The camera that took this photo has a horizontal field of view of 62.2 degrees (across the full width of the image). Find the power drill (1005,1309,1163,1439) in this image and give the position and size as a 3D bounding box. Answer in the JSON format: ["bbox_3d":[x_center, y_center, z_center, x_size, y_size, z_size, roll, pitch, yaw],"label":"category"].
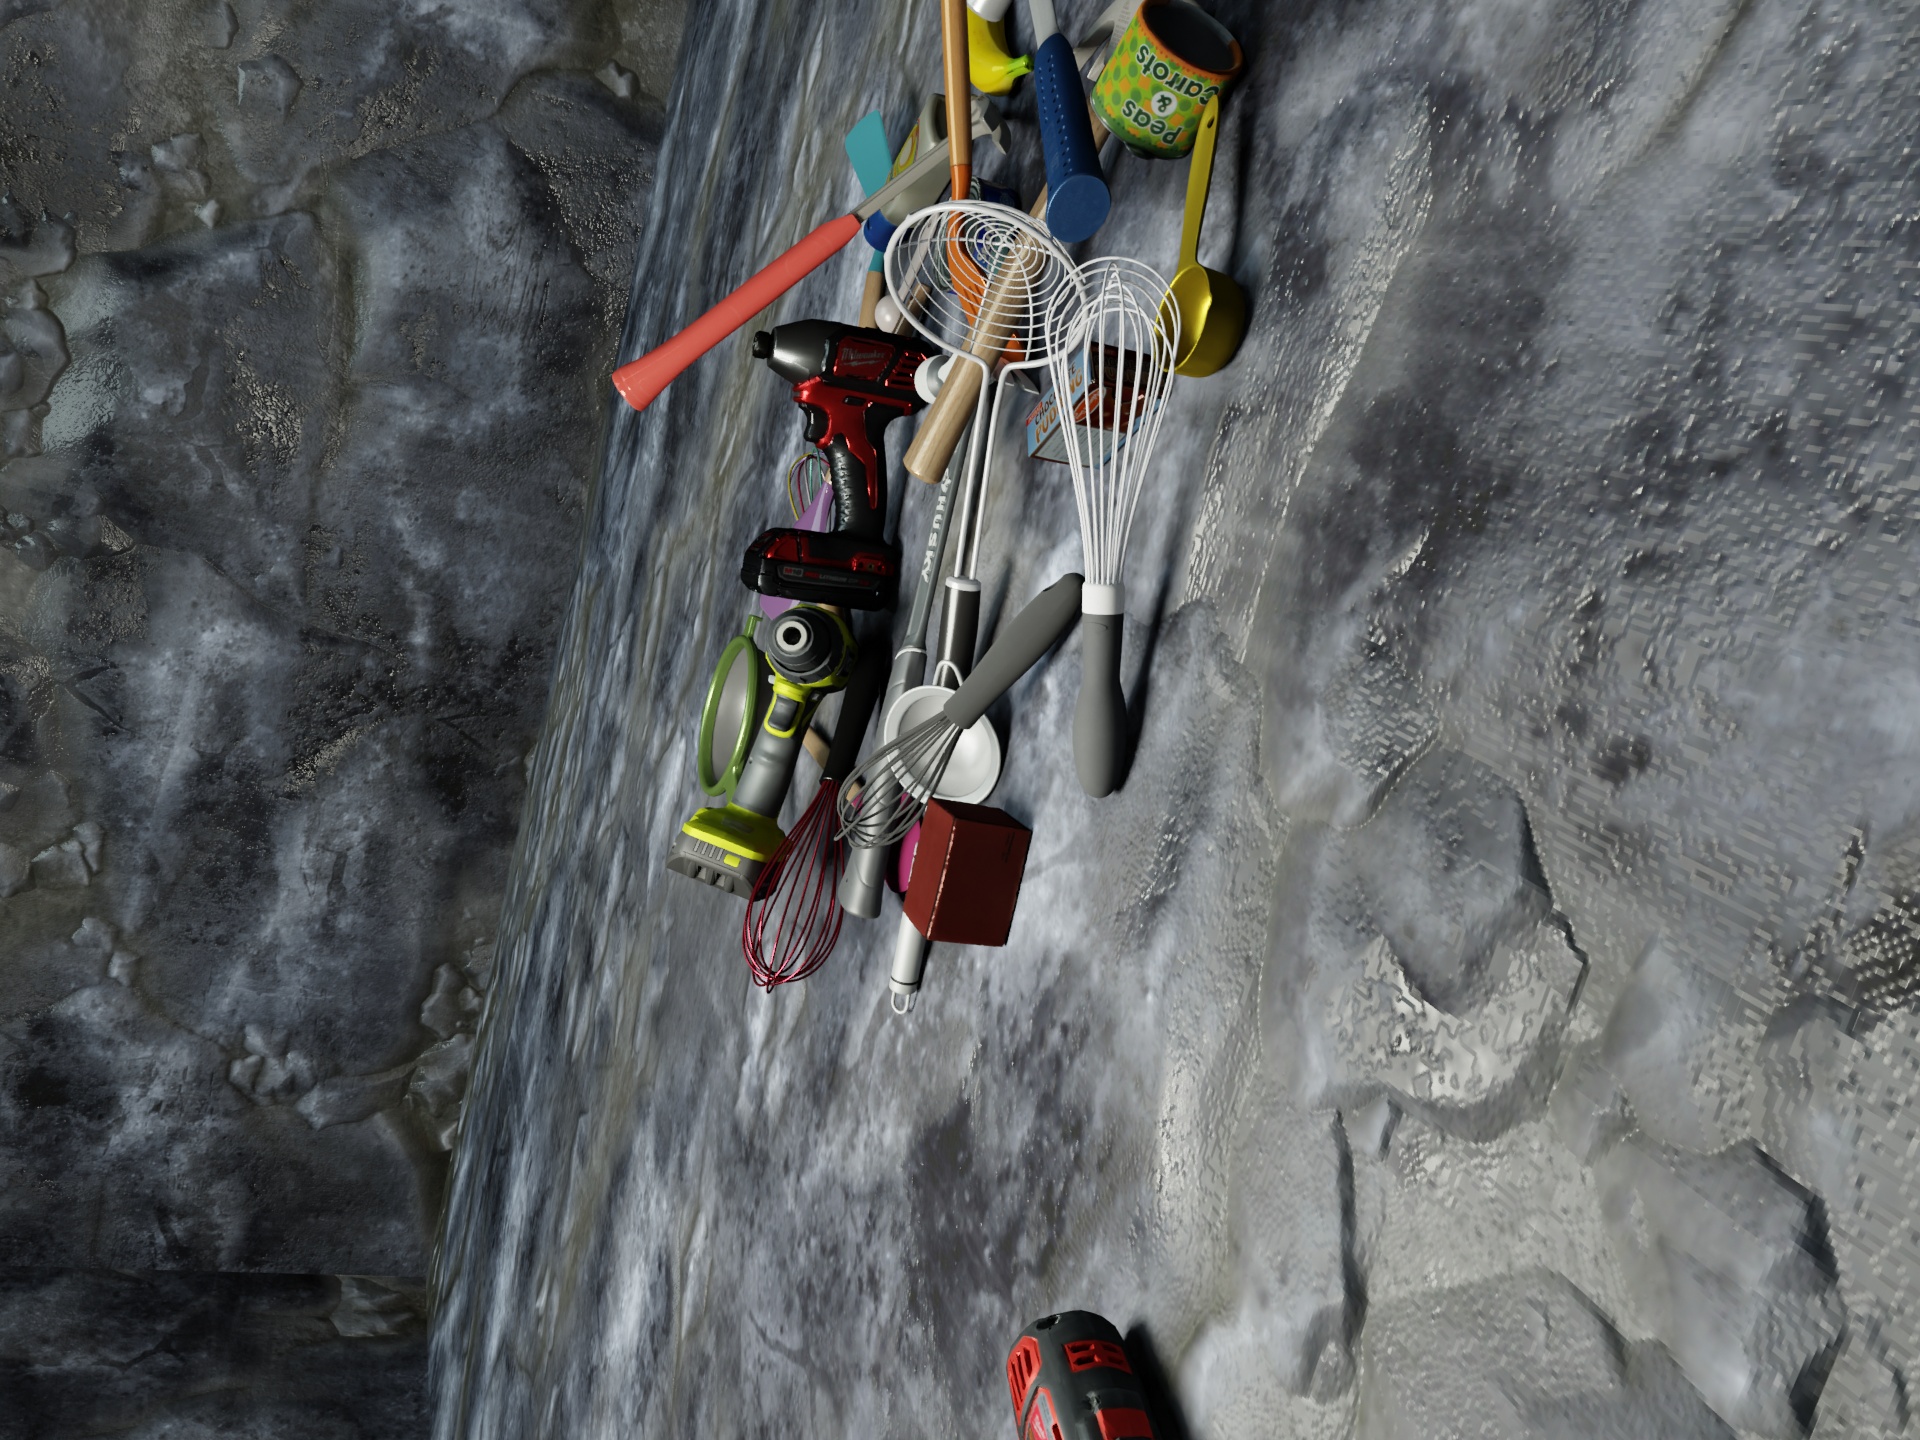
[{"bbox_3d":[0.038,0.414,0.731,0.226,0.080,0.188,-64,27,27],"label":"power drill"}]

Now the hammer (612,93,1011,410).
[{"bbox_3d":[-0.118,-0.351,1.210,0.359,0.036,0.149,-34,26,12],"label":"hammer"}]

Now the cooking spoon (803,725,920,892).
[{"bbox_3d":[-0.086,0.055,1.257,0.319,0.017,0.068,-138,61,-64],"label":"cooking spoon"}]

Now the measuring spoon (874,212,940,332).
[{"bbox_3d":[-0.047,-0.384,1.350,0.034,0.018,0.124,-100,30,-41],"label":"measuring spoon"}]

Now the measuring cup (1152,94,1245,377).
[{"bbox_3d":[0.134,-0.256,0.843,0.062,0.029,0.156,167,114,-66],"label":"measuring cup"}]

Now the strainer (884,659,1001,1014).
[{"bbox_3d":[-0.020,0.079,1.058,0.087,0.050,0.258,19,108,24],"label":"strainer"}]

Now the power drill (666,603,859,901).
[{"bbox_3d":[-0.146,0.018,1.228,0.190,0.080,0.228,50,-119,-87],"label":"power drill"}]

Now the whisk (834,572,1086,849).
[{"bbox_3d":[-0.002,-0.003,0.980,0.239,0.055,0.055,-48,34,23],"label":"whisk"}]

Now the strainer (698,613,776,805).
[{"bbox_3d":[-0.180,0.040,1.427,0.151,0.069,0.257,-57,32,40],"label":"strainer"}]

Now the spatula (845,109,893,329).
[{"bbox_3d":[-0.090,-0.376,1.419,0.082,0.044,0.317,-1,81,64],"label":"spatula"}]

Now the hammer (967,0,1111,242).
[{"bbox_3d":[0.058,-0.431,1.002,0.144,0.035,0.406,-51,30,39],"label":"hammer"}]

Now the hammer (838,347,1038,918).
[{"bbox_3d":[-0.027,-0.062,1.121,0.149,0.036,0.409,14,93,65],"label":"hammer"}]

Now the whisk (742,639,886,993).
[{"bbox_3d":[-0.100,0.066,1.192,0.073,0.073,0.296,-39,31,58],"label":"whisk"}]

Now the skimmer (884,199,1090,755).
[{"bbox_3d":[0.000,-0.136,0.993,0.090,0.127,0.363,-47,-32,-64],"label":"skimmer"}]

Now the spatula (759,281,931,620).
[{"bbox_3d":[-0.097,-0.223,1.348,0.060,0.018,0.316,45,115,44],"label":"spatula"}]

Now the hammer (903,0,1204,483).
[{"bbox_3d":[0.046,-0.303,1.014,0.331,0.031,0.130,-61,24,20],"label":"hammer"}]

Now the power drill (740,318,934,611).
[{"bbox_3d":[-0.106,-0.204,1.256,0.079,0.143,0.219,-154,72,-70],"label":"power drill"}]

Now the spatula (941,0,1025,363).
[{"bbox_3d":[0.008,-0.402,1.084,0.081,0.041,0.322,-161,67,-73],"label":"spatula"}]

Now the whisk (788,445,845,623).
[{"bbox_3d":[-0.116,-0.144,1.394,0.051,0.047,0.245,-51,40,48],"label":"whisk"}]

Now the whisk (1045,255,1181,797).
[{"bbox_3d":[0.075,-0.097,0.838,0.070,0.070,0.284,-149,58,-67],"label":"whisk"}]
